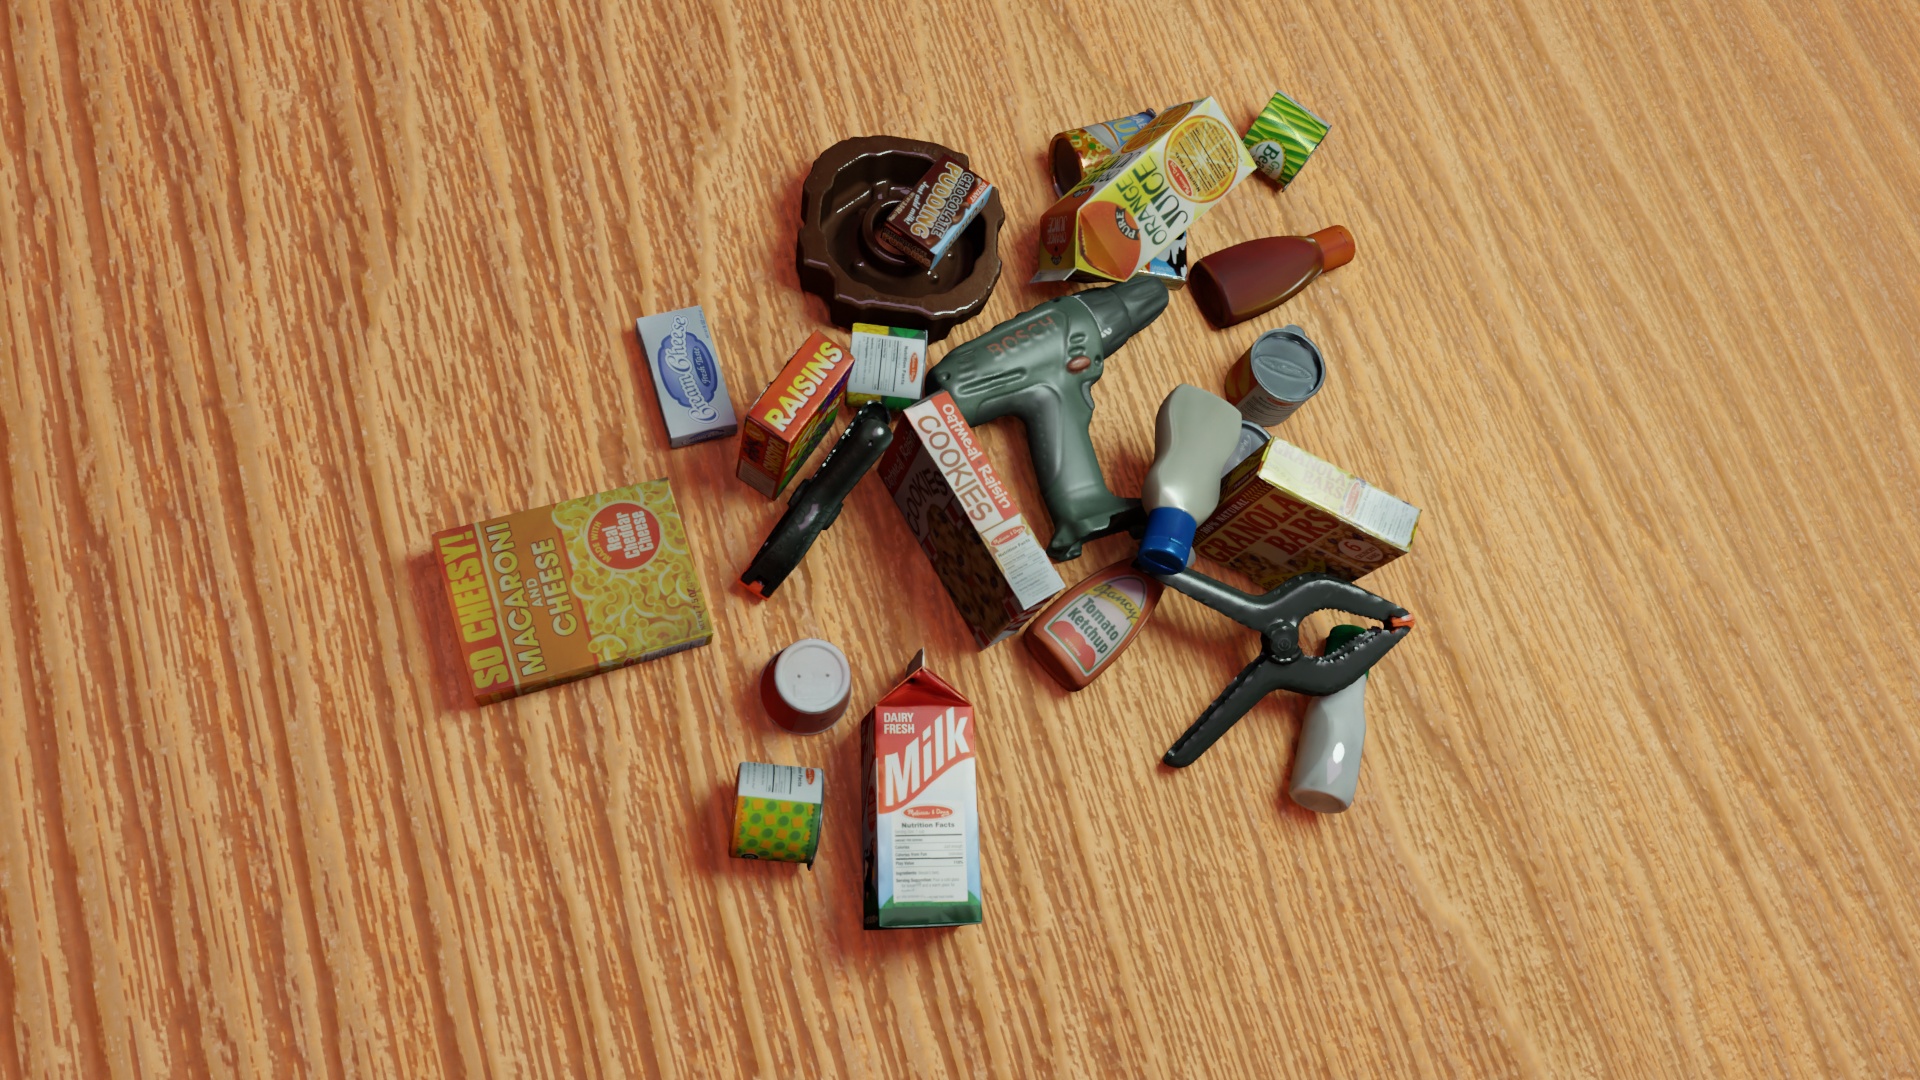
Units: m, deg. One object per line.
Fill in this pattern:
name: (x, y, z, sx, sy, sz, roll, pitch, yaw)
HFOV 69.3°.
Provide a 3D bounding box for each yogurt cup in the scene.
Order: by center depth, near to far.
yogurt cup: (-0.109, 0.102, 0.997, 0.072, 0.053, 0.072, 4, 72, -12)

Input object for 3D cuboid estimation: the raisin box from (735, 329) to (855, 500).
raisin box: (-0.123, -0.090, 1.020, 0.040, 0.123, 0.086, 35, 69, -1)

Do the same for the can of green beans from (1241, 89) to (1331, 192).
can of green beans: (0.286, -0.357, 1.235, 0.058, 0.071, 0.071, 36, 68, 1)

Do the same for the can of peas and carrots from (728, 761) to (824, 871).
can of peas and carrots: (-0.128, 0.190, 0.958, 0.059, 0.070, 0.071, 7, 71, -10)

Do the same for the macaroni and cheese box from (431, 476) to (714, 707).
macaroni and cheese box: (-0.274, 0.035, 0.987, 0.167, 0.040, 0.124, -15, 76, -18)

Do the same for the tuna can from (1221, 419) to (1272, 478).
tuna can: (0.224, -0.065, 1.141, 0.071, 0.032, 0.071, 4, 71, -12)

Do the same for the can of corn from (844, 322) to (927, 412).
can of corn: (-0.058, -0.133, 1.080, 0.058, 0.071, 0.071, 6, 71, -6)

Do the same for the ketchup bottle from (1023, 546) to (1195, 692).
ketchup bottle: (0.120, 0.048, 1.074, 0.149, 0.043, 0.065, -40, 88, -22)

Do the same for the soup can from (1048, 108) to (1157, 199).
soup can: (0.126, -0.326, 1.185, 0.084, 0.071, 0.071, -18, 77, -18)

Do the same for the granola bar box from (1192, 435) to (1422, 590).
granola bar box: (0.252, -0.010, 1.058, 0.124, 0.165, 0.039, 27, 70, -4)

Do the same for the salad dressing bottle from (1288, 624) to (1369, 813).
salad dressing bottle: (0.291, 0.136, 1.077, 0.044, 0.064, 0.148, 23, 61, -4)

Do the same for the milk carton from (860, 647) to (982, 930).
milk carton: (-0.030, 0.175, 0.981, 0.073, 0.072, 0.191, 2, 73, -13)

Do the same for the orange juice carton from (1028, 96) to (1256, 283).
orange juice carton: (0.138, -0.269, 1.124, 0.193, 0.072, 0.073, -42, 111, -10)

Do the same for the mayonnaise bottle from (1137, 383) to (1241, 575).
mayonnaise bottle: (0.166, -0.045, 1.038, 0.065, 0.041, 0.149, 26, 60, -10)

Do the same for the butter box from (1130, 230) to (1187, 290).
butter box: (0.143, -0.248, 1.187, 0.103, 0.024, 0.053, 5, 72, -11)

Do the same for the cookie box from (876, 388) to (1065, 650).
cookie box: (0.004, -0.013, 1.024, 0.040, 0.122, 0.167, -27, 80, -20)

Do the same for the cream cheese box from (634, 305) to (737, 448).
cream cheese box: (-0.210, -0.125, 1.064, 0.053, 0.024, 0.104, -15, 76, -16)

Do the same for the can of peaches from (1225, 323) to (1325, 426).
can of peaches: (0.263, -0.137, 1.161, 0.071, 0.058, 0.071, 4, 71, -11)

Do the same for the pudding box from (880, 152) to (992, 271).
pudding box: (-0.018, -0.258, 1.090, 0.049, 0.030, 0.084, 36, 68, 2)

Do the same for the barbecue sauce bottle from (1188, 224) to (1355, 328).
barbecue sauce bottle: (0.274, -0.235, 1.204, 0.149, 0.043, 0.065, -23, 79, -20)
